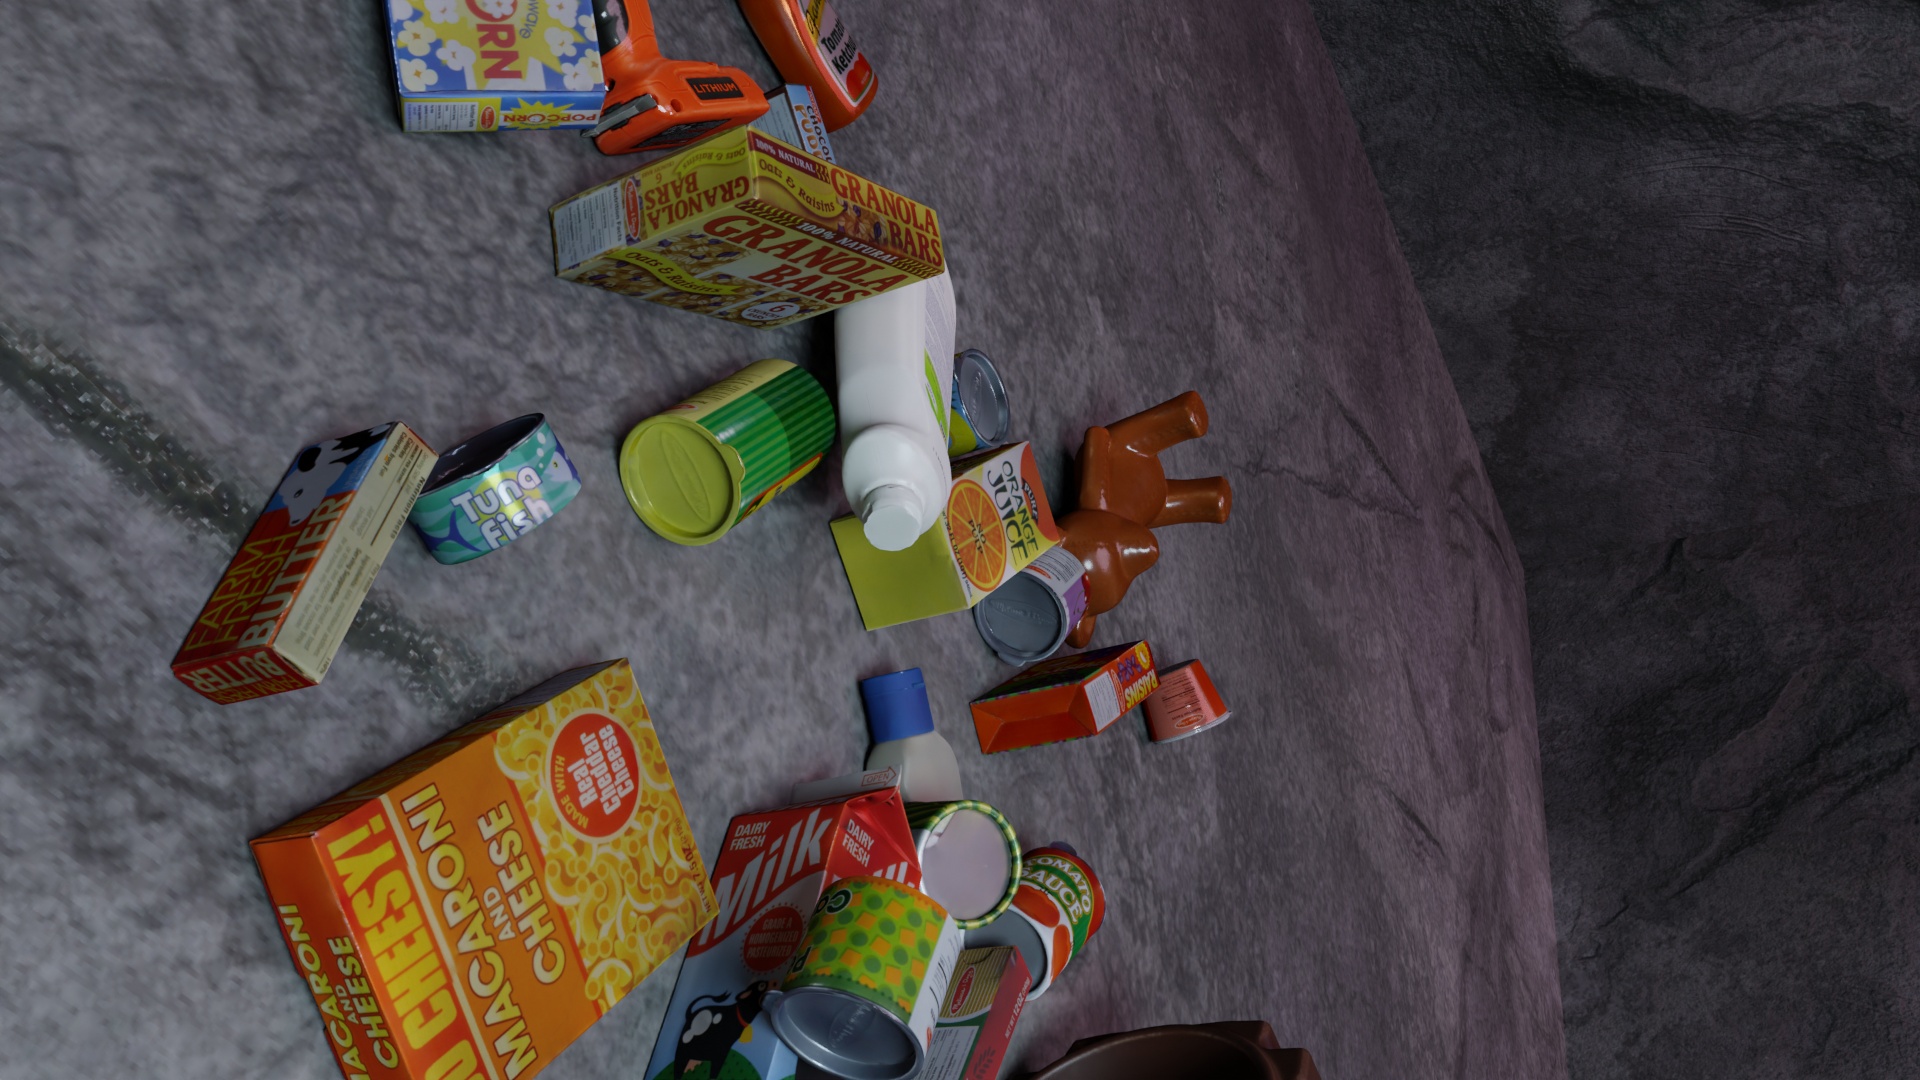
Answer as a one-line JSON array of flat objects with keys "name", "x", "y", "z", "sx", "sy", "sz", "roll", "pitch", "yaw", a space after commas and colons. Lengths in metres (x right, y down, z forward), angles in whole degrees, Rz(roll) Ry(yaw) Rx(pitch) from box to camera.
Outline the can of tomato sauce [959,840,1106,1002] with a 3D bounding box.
[{"name": "can of tomato sauce", "x": 0.044, "y": 0.233, "z": 0.851, "sx": 0.083, "sy": 0.071, "sz": 0.071, "roll": -22, "pitch": 97, "yaw": -61}]

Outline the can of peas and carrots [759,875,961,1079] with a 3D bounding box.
[{"name": "can of peas and carrots", "x": -0.041, "y": 0.182, "z": 0.581, "sx": 0.070, "sy": 0.071, "sz": 0.059, "roll": 60, "pitch": 33, "yaw": -27}]

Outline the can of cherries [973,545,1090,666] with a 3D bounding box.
[{"name": "can of cherries", "x": 0.049, "y": 0.044, "z": 0.953, "sx": 0.058, "sy": 0.071, "sz": 0.071, "roll": -42, "pitch": 114, "yaw": -60}]

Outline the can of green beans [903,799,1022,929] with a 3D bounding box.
[{"name": "can of green beans", "x": -0.009, "y": 0.171, "z": 0.736, "sx": 0.071, "sy": 0.057, "sz": 0.071, "roll": 8, "pitch": 75, "yaw": -30}]

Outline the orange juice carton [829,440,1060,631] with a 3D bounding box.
[{"name": "orange juice carton", "x": 0.003, "y": -0.011, "z": 0.885, "sx": 0.193, "sy": 0.073, "sz": 0.071, "roll": -32, "pitch": 106, "yaw": -61}]

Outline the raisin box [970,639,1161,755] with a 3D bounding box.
[{"name": "raisin box", "x": 0.074, "y": 0.105, "z": 0.944, "sx": 0.124, "sy": 0.086, "sz": 0.040, "roll": -20, "pitch": 93, "yaw": -61}]

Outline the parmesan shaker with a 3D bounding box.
[{"name": "parmesan shaker", "x": -0.112, "y": -0.047, "z": 0.699, "sx": 0.103, "sy": 0.071, "sz": 0.071, "roll": -44, "pitch": 116, "yaw": -58}]

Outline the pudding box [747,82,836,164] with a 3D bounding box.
[{"name": "pudding box", "x": -0.101, "y": -0.220, "z": 0.818, "sx": 0.030, "sy": 0.049, "sz": 0.083, "roll": -27, "pitch": 101, "yaw": -59}]

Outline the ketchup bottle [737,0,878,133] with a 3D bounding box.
[{"name": "ketchup bottle", "x": -0.108, "y": -0.330, "z": 0.862, "sx": 0.148, "sy": 0.043, "sz": 0.065, "roll": 54, "pitch": 36, "yaw": -34}]

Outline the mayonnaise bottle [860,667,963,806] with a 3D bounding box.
[{"name": "mayonnaise bottle", "x": -0.025, "y": 0.149, "z": 0.797, "sx": 0.065, "sy": 0.041, "sz": 0.148, "roll": -4, "pitch": 80, "yaw": -55}]

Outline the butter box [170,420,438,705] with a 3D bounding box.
[{"name": "butter box", "x": -0.228, "y": 0.006, "z": 0.488, "sx": 0.024, "sy": 0.053, "sz": 0.104, "roll": 53, "pitch": 37, "yaw": -41}]

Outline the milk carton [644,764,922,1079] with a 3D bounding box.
[{"name": "milk carton", "x": -0.076, "y": 0.191, "z": 0.654, "sx": 0.073, "sy": 0.072, "sz": 0.191, "roll": 52, "pitch": 36, "yaw": -36}]

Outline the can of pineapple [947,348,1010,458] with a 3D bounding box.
[{"name": "can of pineapple", "x": -0.009, "y": -0.088, "z": 0.914, "sx": 0.071, "sy": 0.058, "sz": 0.071, "roll": 34, "pitch": 49, "yaw": -51}]

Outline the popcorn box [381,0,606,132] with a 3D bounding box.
[{"name": "popcorn box", "x": -0.209, "y": -0.244, "z": 0.607, "sx": 0.085, "sy": 0.038, "sz": 0.127, "roll": -8, "pitch": 83, "yaw": -22}]

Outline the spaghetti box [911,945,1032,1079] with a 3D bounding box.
[{"name": "spaghetti box", "x": -0.024, "y": 0.312, "z": 0.715, "sx": 0.028, "sy": 0.050, "sz": 0.251, "roll": 63, "pitch": 31, "yaw": -21}]

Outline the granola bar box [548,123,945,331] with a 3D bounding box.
[{"name": "granola bar box", "x": -0.103, "y": -0.153, "z": 0.707, "sx": 0.166, "sy": 0.124, "sz": 0.039, "roll": 3, "pitch": 76, "yaw": -61}]

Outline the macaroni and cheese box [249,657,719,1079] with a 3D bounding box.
[{"name": "macaroni and cheese box", "x": -0.174, "y": 0.133, "z": 0.540, "sx": 0.167, "sy": 0.040, "sz": 0.123, "roll": -33, "pitch": 107, "yaw": -61}]

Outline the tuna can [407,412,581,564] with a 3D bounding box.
[{"name": "tuna can", "x": -0.187, "y": -0.021, "z": 0.554, "sx": 0.032, "sy": 0.071, "sz": 0.071, "roll": 64, "pitch": 31, "yaw": -22}]

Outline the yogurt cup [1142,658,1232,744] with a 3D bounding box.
[{"name": "yogurt cup", "x": 0.181, "y": 0.132, "z": 1.147, "sx": 0.072, "sy": 0.072, "sz": 0.054, "roll": -16, "pitch": 84, "yaw": -61}]
